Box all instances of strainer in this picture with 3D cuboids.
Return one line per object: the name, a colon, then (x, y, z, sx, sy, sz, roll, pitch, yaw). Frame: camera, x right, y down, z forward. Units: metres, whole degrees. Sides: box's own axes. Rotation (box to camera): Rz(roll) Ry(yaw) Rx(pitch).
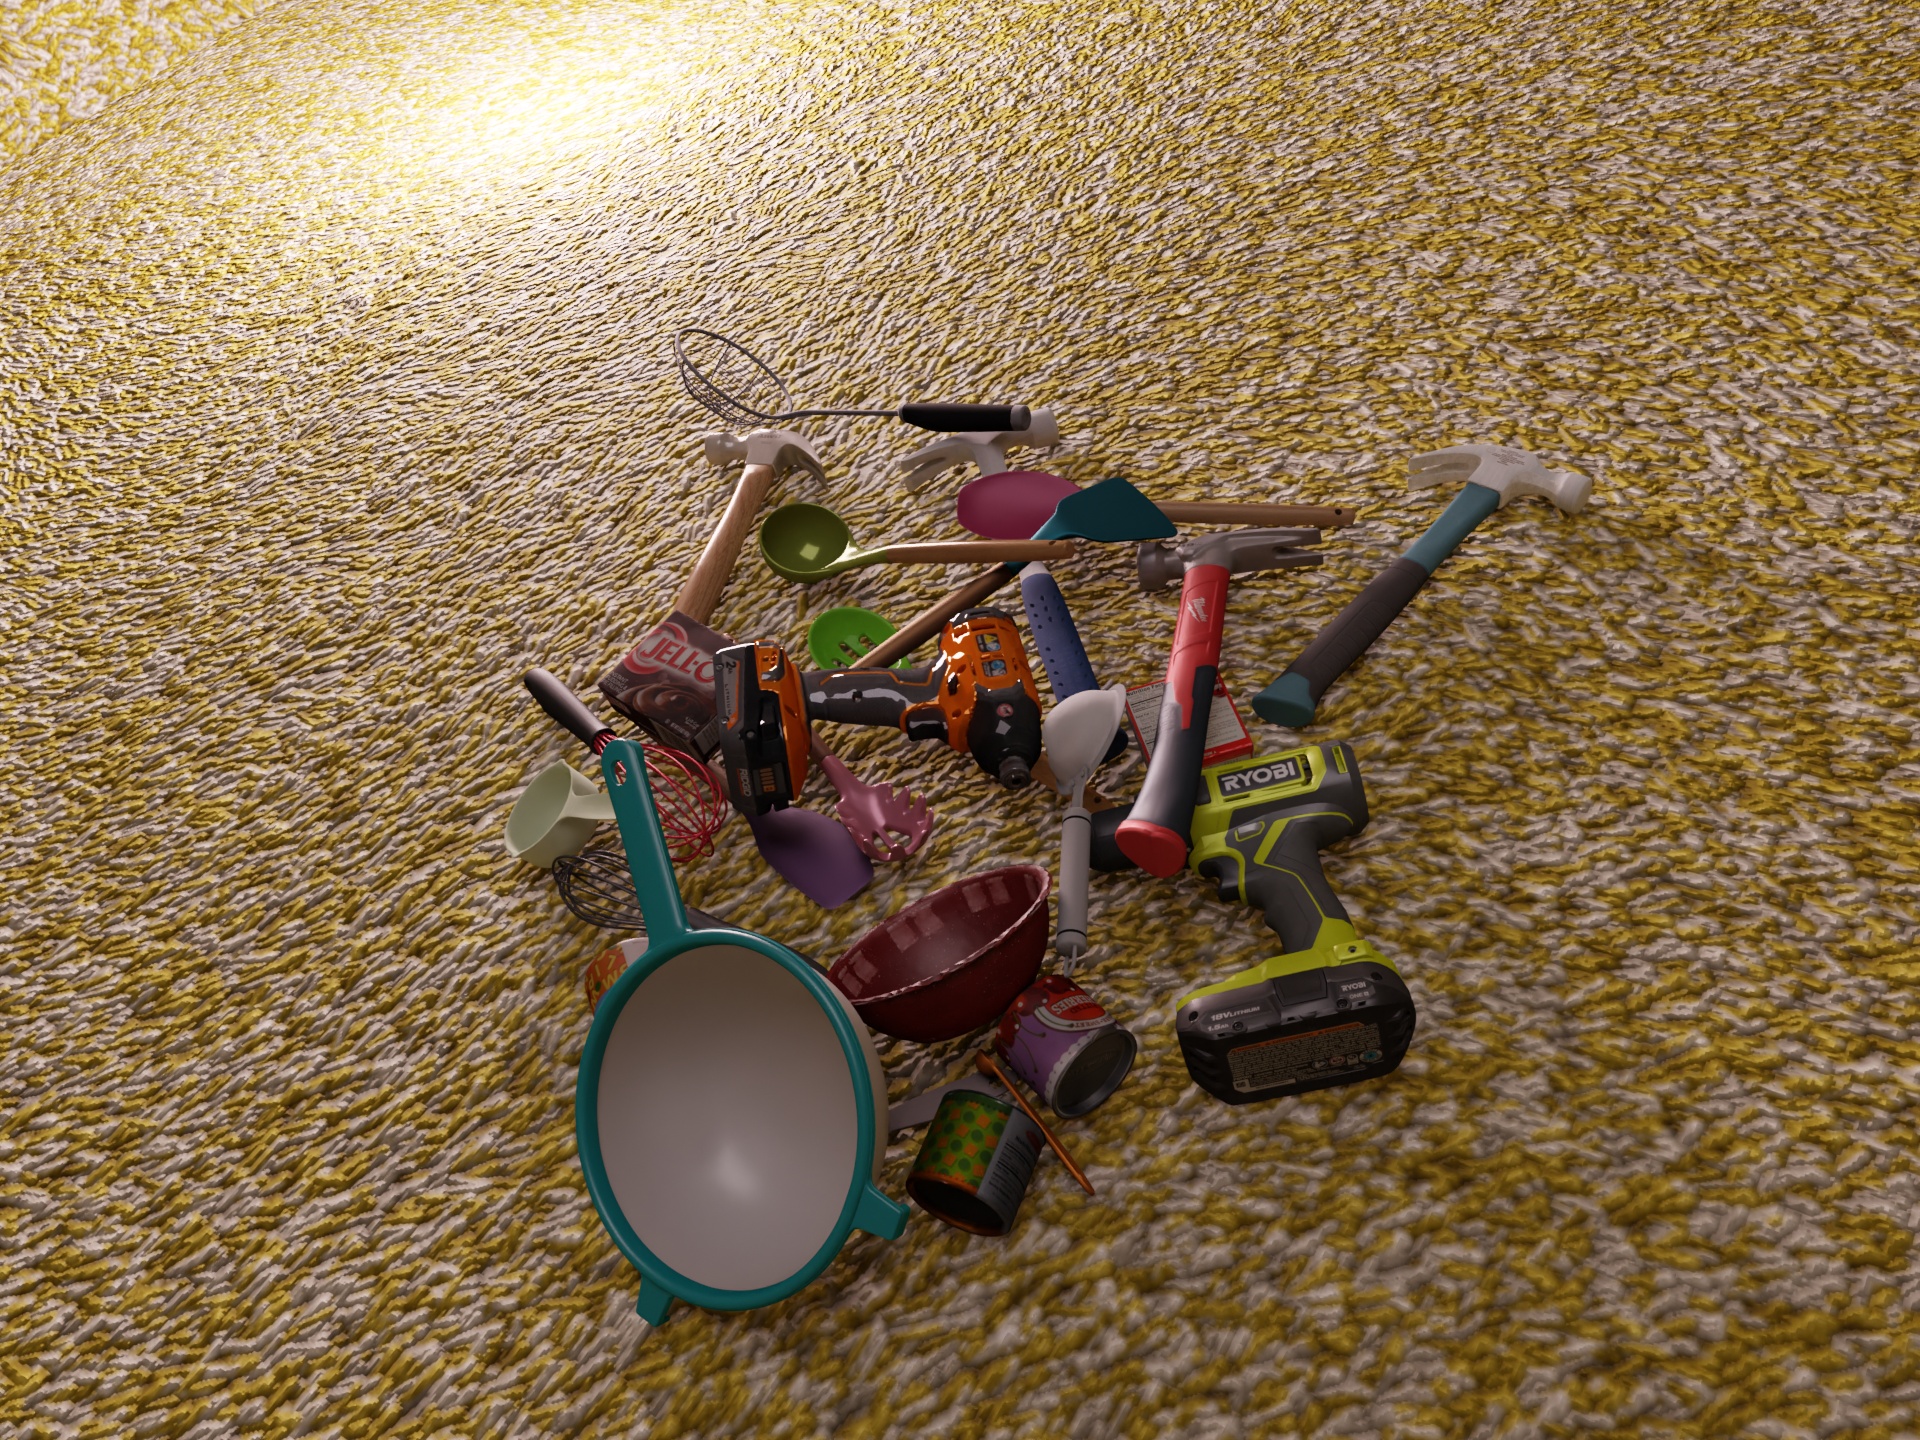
strainer: (0.076, 0.058, 1.043, 0.050, 0.086, 0.259, 23, 45, -17)
strainer: (-0.138, 0.170, 0.951, 0.211, 0.095, 0.341, -28, 70, 25)

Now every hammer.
hammer: (0.334, -0.106, 1.200, 0.128, 0.033, 0.331, 30, 60, 34)
hammer: (-0.207, -0.143, 1.380, 0.130, 0.031, 0.332, 2, 48, 17)
hammer: (0.174, -0.028, 1.101, 0.143, 0.038, 0.387, -4, 33, 17)
hammer: (0.053, -0.117, 1.283, 0.144, 0.035, 0.406, -16, 45, -1)

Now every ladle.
ladle: (-0.041, -0.142, 1.258, 0.320, 0.062, 0.078, 5, 45, 44)

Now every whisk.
whisk: (-0.264, 0.024, 1.219, 0.073, 0.073, 0.296, -37, 44, -20)
whisk: (-0.187, 0.143, 1.096, 0.239, 0.055, 0.055, 19, 55, 24)

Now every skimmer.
skimmer: (-0.101, -0.311, 1.448, 0.363, 0.090, 0.127, 8, 12, 28)

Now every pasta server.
pasta server: (-0.113, 0.012, 1.203, 0.060, 0.040, 0.317, -25, 44, -20)

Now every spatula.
spatula: (-0.177, 0.046, 1.200, 0.060, 0.018, 0.316, -39, 51, -23)
spatula: (0.019, -0.094, 1.229, 0.317, 0.044, 0.082, -35, 56, -7)

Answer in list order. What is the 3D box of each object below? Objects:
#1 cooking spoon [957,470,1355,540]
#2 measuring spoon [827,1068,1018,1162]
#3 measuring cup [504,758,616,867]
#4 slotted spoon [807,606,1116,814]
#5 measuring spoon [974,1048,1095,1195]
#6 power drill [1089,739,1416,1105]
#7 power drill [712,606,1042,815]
cooking spoon: (0.156, -0.168, 1.282, 0.319, 0.017, 0.069, 2, 62, 4)
measuring spoon: (-0.022, 0.243, 0.979, 0.124, 0.018, 0.034, -18, 48, -12)
measuring cup: (-0.267, 0.071, 1.147, 0.168, 0.038, 0.083, -4, 56, 44)
slotted spoon: (-0.002, -0.004, 1.197, 0.070, 0.031, 0.314, -40, 52, -22)
measuring spoon: (0.042, 0.241, 0.952, 0.011, 0.021, 0.117, -43, 54, 0)
power drill: (0.176, 0.119, 0.999, 0.190, 0.080, 0.229, -14, 43, 8)
power drill: (-0.055, 0.000, 1.124, 0.226, 0.084, 0.164, -8, 42, -6)
